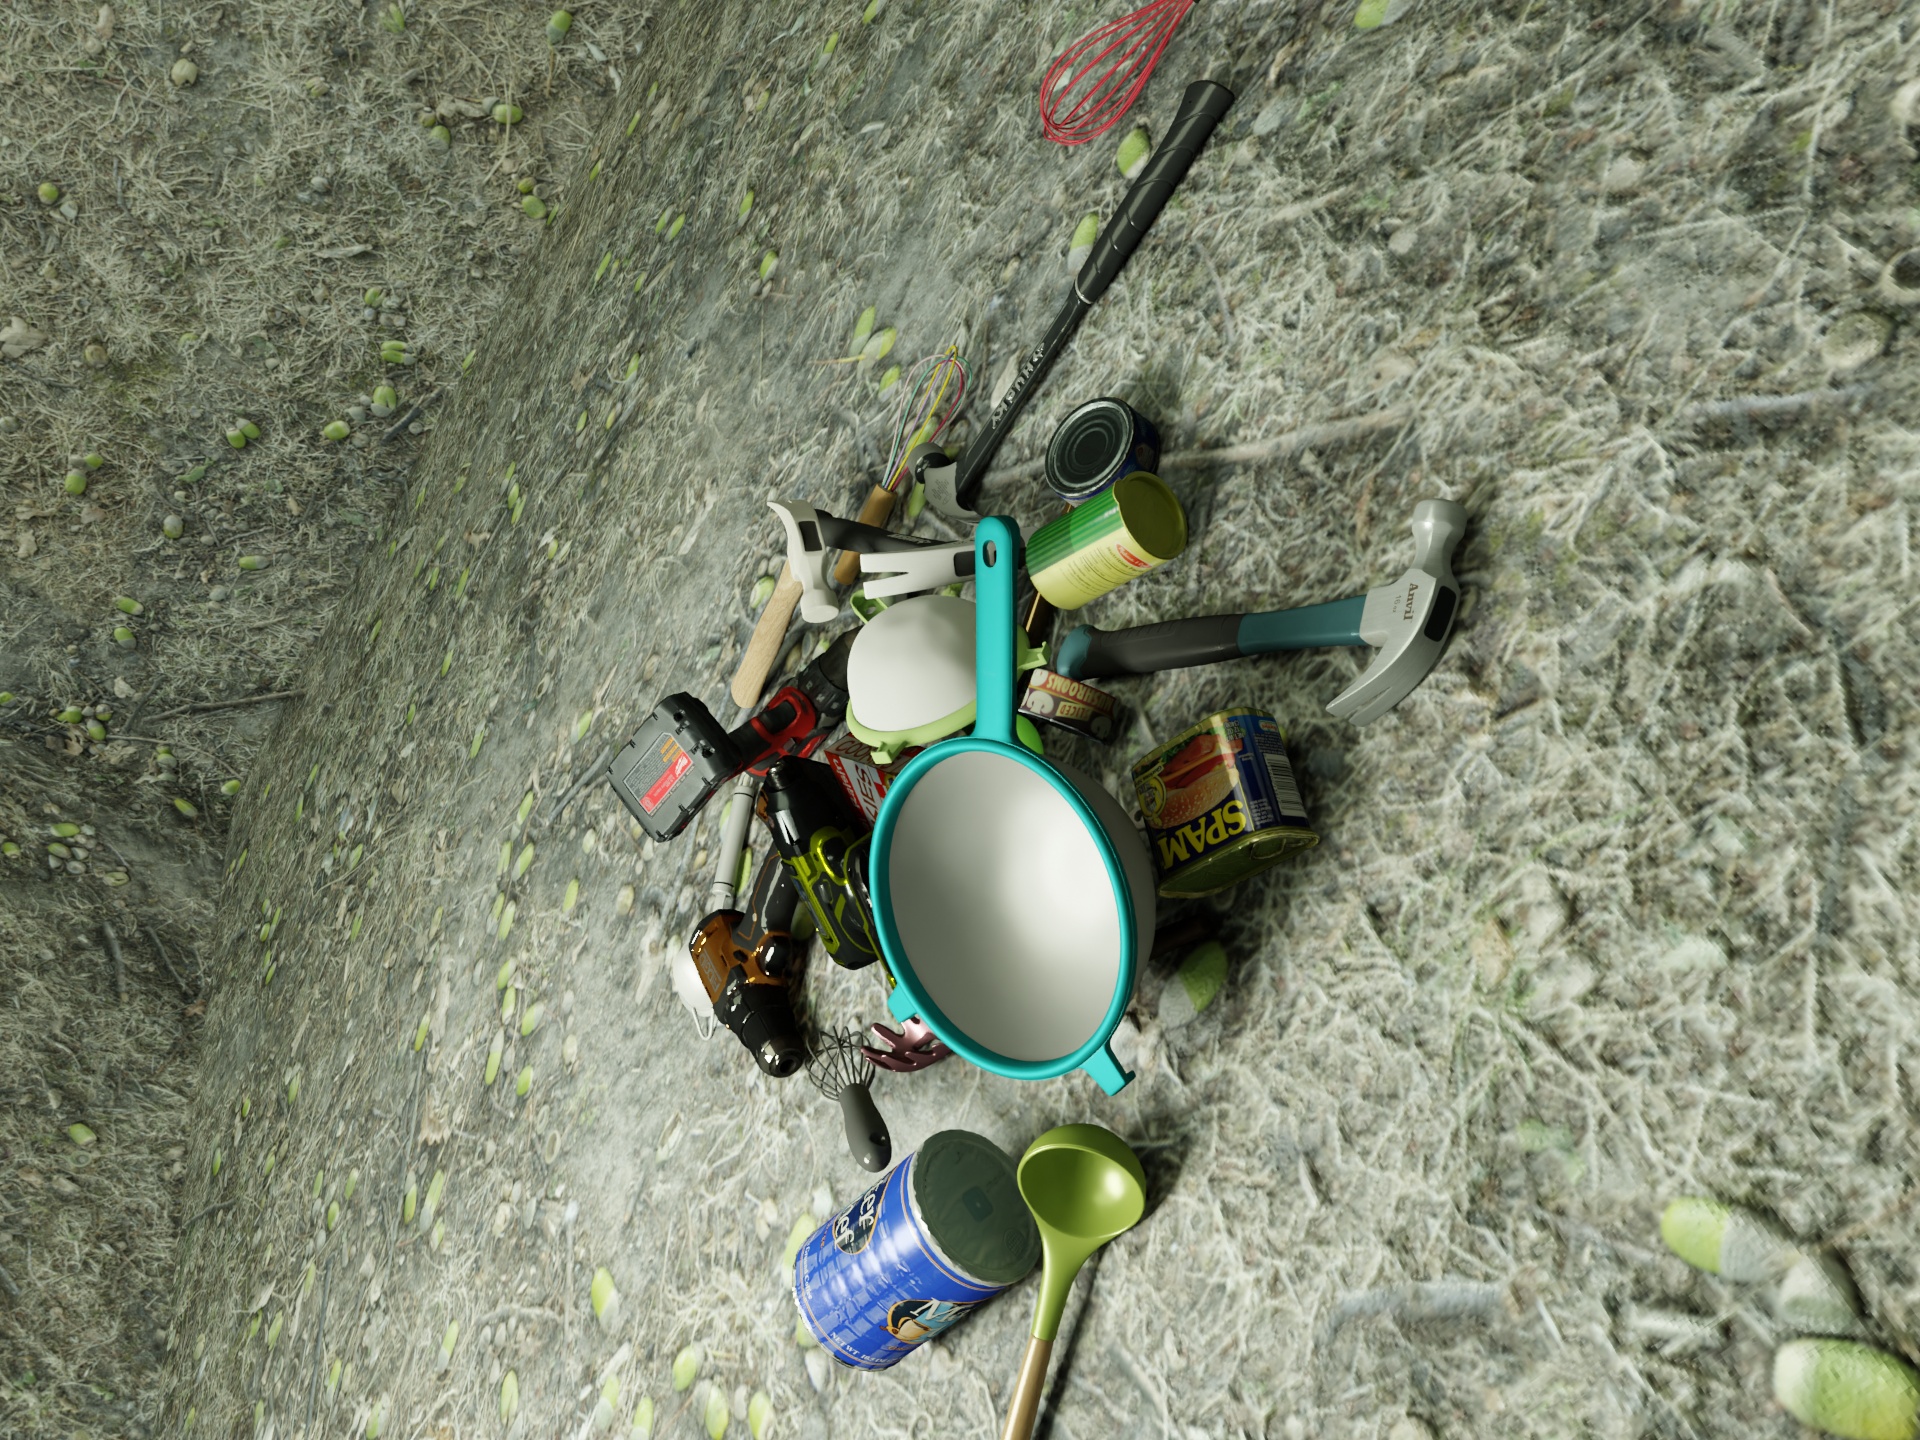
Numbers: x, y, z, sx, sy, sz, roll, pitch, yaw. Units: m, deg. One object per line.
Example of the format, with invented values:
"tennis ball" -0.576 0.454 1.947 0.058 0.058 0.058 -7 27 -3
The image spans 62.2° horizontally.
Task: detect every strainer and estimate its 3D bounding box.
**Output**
"strainer" -0.048 -0.072 1.225 0.151 0.069 0.257 -32 32 -7
"strainer" 0.047 0.044 0.973 0.211 0.095 0.340 9 104 42
"strainer" -0.226 0.165 1.482 0.087 0.050 0.259 -9 61 36

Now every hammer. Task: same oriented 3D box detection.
"hammer" 0.092 -0.337 1.305 0.409 0.036 0.149 -55 36 20
"hammer" -0.075 -0.151 1.353 0.335 0.146 0.035 22 122 59
"hammer" -0.169 -0.091 1.441 0.331 0.031 0.130 128 133 -62
"hammer" 0.176 -0.055 1.024 0.331 0.033 0.128 -5 67 55

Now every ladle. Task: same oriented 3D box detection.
"ladle" 0.050 -0.049 1.214 0.069 0.031 0.315 8 77 57
"ladle" 0.041 0.396 0.946 0.062 0.078 0.320 28 -103 -79

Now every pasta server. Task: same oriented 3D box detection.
"pasta server" 0.044 0.183 1.076 0.316 0.040 0.060 -32 20 41

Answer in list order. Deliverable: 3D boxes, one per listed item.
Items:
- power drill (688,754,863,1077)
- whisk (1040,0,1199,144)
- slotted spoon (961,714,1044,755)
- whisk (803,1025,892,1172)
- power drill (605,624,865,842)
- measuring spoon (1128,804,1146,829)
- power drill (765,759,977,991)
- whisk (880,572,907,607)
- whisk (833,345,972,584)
"power drill" -0.143 0.166 1.325 0.226 0.084 0.186 -63 36 17
"whisk" 0.173 -0.588 1.314 0.296 0.073 0.073 -36 44 31
"slotted spoon" -0.002 -0.004 1.216 0.070 0.031 0.314 -68 21 10
"whisk" -0.077 0.267 1.132 0.239 0.055 0.055 -148 81 -77
"power drill" -0.172 0.003 1.354 0.080 0.226 0.188 51 122 9
"measuring spoon" 0.145 0.044 1.025 0.124 0.018 0.034 -32 48 43
"power drill" -0.068 0.116 1.152 0.080 0.171 0.223 -31 19 -21
"whisk" -0.058 -0.057 1.325 0.059 0.057 0.247 -22 35 17
"whisk" -0.056 -0.232 1.458 0.047 0.051 0.245 46 117 38
